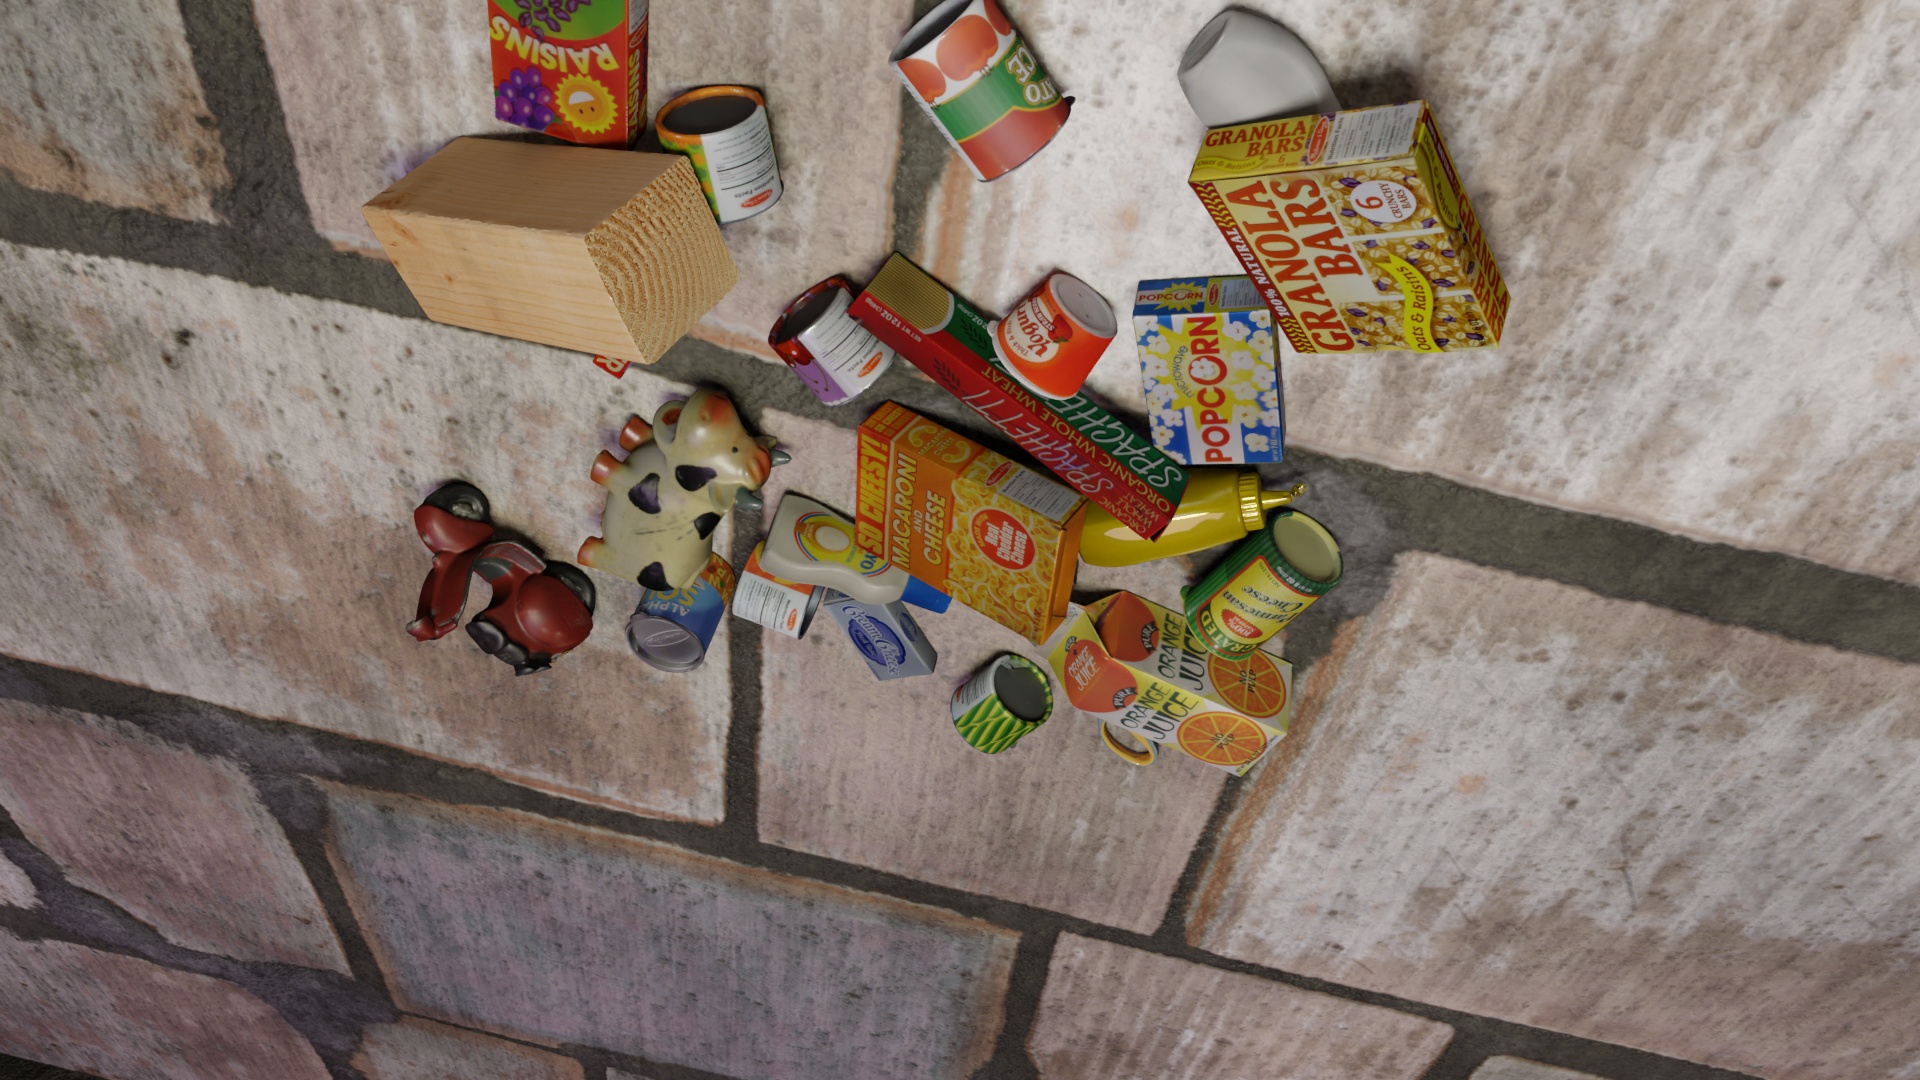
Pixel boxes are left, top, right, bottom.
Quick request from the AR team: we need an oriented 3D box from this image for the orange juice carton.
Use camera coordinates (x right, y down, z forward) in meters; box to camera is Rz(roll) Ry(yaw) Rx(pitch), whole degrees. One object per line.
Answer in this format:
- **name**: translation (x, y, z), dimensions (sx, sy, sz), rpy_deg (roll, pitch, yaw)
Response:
- **orange juice carton**: translation (0.156, 0.105, 1.082), dimensions (0.193, 0.073, 0.071), rpy_deg (24, 136, -8)

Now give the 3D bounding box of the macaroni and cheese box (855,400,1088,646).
- **macaroni and cheese box**: translation (0.004, -0.012, 0.988), dimensions (0.167, 0.040, 0.123), rpy_deg (28, 139, 20)

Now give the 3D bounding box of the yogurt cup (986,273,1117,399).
- **yogurt cup**: translation (0.062, -0.131, 0.877), dimensions (0.072, 0.073, 0.053), rpy_deg (31, 126, -16)

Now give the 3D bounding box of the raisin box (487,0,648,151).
- **raisin box**: translation (-0.227, -0.295, 0.809), dimensions (0.086, 0.040, 0.122), rpy_deg (15, 137, 0)

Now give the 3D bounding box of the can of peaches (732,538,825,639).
- **can of peaches**: translation (-0.141, 0.037, 1.103), dimensions (0.058, 0.071, 0.070), rpy_deg (20, 137, 2)

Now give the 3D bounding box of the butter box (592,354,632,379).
- **butter box**: translation (-0.209, -0.158, 0.933), dimensions (0.024, 0.053, 0.103), rpy_deg (33, 134, -20)

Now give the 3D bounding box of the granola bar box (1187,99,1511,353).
- **granola bar box**: translation (0.216, -0.163, 0.762), dimensions (0.124, 0.039, 0.165), rpy_deg (5, 155, 39)

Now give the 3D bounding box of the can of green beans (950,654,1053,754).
- **can of green beans**: translation (0.035, 0.136, 1.153), dimensions (0.071, 0.071, 0.057), rpy_deg (33, 133, -18)

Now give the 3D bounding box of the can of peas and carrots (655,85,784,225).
- **can of peas and carrots**: translation (-0.146, -0.232, 0.832), dimensions (0.071, 0.071, 0.058), rpy_deg (4, 135, 12)

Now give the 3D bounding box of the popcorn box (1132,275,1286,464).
- **popcorn box**: translation (0.161, -0.106, 0.891), dimensions (0.085, 0.038, 0.126), rpy_deg (0, 134, 18)

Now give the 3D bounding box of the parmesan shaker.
- **parmesan shaker**: translation (0.214, 0.031, 0.996), dimensions (0.071, 0.072, 0.102), rpy_deg (28, 135, -12)

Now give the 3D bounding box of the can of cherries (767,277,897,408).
- **can of cherries**: translation (-0.086, -0.131, 0.918), dimensions (0.071, 0.072, 0.058), rpy_deg (-22, 125, 33)

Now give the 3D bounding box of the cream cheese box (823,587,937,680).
- **cream cheese box**: translation (-0.066, 0.074, 1.149), dimensions (0.053, 0.024, 0.103), rpy_deg (-12, 130, 25)

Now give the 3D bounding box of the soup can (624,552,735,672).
- **soup can**: translation (-0.228, 0.053, 1.131), dimensions (0.071, 0.084, 0.071), rpy_deg (8, 136, 8)

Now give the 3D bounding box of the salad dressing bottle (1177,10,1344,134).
- **salad dressing bottle**: translation (0.187, -0.226, 0.759), dimensions (0.147, 0.044, 0.064), rpy_deg (33, 132, -20)

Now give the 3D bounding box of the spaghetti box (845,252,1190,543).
- **spaghetti box**: translation (0.041, -0.092, 0.900), dimensions (0.250, 0.050, 0.028), rpy_deg (36, 138, -7)

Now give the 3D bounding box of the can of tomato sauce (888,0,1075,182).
- **can of tomato sauce**: translation (0.012, -0.252, 0.765), dimensions (0.071, 0.071, 0.083), rpy_deg (-23, 124, 33)

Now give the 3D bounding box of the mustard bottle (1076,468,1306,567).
- **mustard bottle**: translation (0.159, -0.020, 0.962), dimensions (0.160, 0.066, 0.048), rpy_deg (-8, 127, 19)

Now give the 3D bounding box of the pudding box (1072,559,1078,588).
- **pudding box**: translation (0.043, 0.023, 1.062), dimensions (0.084, 0.030, 0.049), rpy_deg (23, 135, -8)

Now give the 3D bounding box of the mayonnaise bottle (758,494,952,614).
- **mayonnaise bottle**: translation (-0.076, 0.016, 1.068), dimensions (0.148, 0.065, 0.041), rpy_deg (19, 146, -10)
